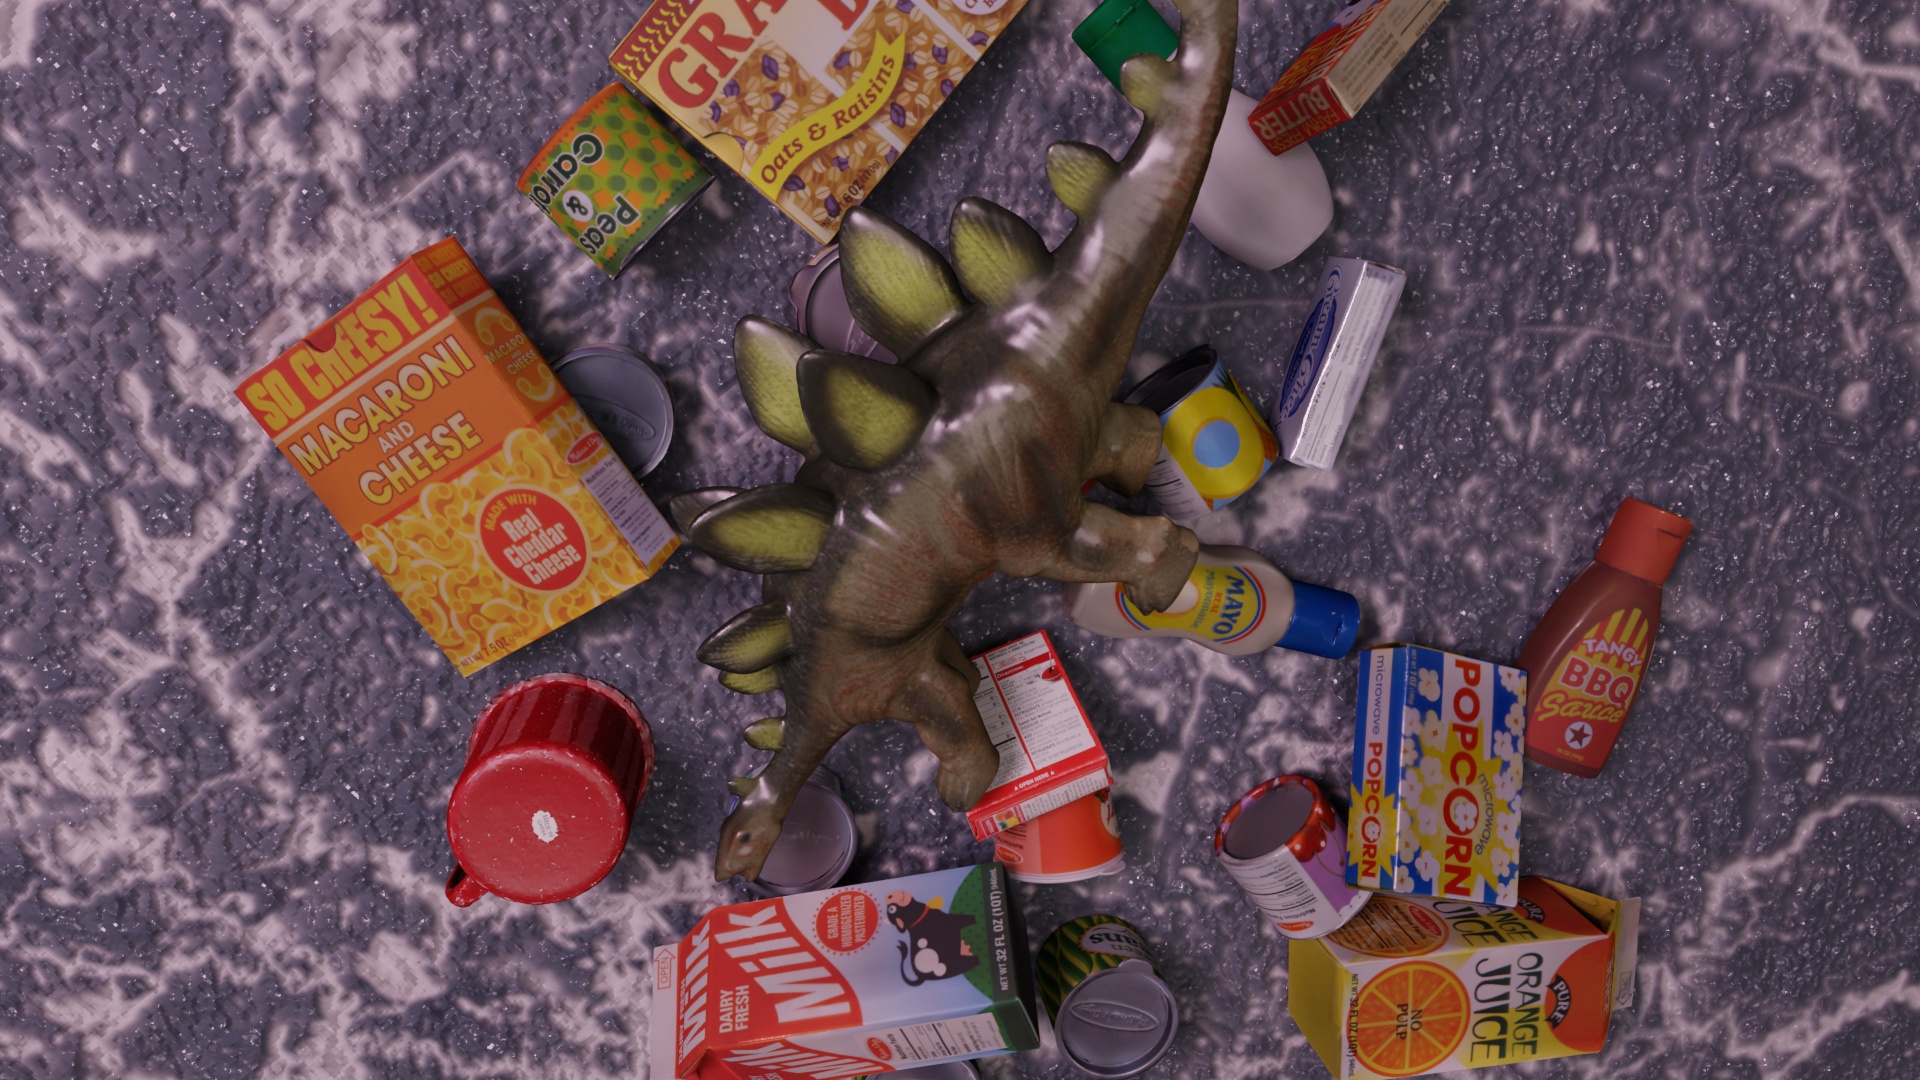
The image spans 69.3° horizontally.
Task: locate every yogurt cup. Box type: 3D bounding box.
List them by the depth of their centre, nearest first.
[{"bbox_3d":[0.049,0.140,0.716,0.072,0.072,0.054,-6,96,-7],"label":"yogurt cup"}]

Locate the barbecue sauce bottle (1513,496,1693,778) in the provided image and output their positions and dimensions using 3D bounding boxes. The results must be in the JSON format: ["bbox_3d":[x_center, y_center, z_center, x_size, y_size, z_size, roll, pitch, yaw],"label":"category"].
[{"bbox_3d":[0.343,0.051,0.748,0.065,0.044,0.148,20,99,-11],"label":"barbecue sauce bottle"}]

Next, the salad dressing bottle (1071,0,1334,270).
[{"bbox_3d":[0.114,-0.196,0.658,0.064,0.044,0.147,-45,104,-2],"label":"salad dressing bottle"}]

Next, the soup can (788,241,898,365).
[{"bbox_3d":[-0.045,-0.106,0.634,0.071,0.084,0.071,-2,103,-8],"label":"soup can"}]

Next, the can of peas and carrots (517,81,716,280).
[{"bbox_3d":[-0.153,-0.157,0.613,0.071,0.071,0.058,-44,104,4],"label":"can of peas and carrots"}]

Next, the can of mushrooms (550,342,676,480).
[{"bbox_3d":[-0.169,-0.057,0.654,0.071,0.033,0.071,-2,103,-9],"label":"can of mushrooms"}]

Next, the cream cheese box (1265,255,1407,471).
[{"bbox_3d":[0.183,-0.088,0.687,0.024,0.053,0.103,17,100,-10],"label":"cream cheese box"}]

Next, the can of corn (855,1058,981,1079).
[{"bbox_3d":[-0.023,0.280,0.740,0.071,0.058,0.071,-2,103,-8],"label":"can of corn"}]

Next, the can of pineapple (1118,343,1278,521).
[{"bbox_3d":[0.114,-0.053,0.679,0.071,0.071,0.057,-38,106,2],"label":"can of pineapple"}]

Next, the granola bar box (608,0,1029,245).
[{"bbox_3d":[-0.057,-0.236,0.625,0.124,0.039,0.165,39,95,-14],"label":"granola bar box"}]

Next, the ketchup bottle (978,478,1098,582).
[{"bbox_3d":[0.002,-0.009,0.685,0.064,0.043,0.148,43,95,-16],"label":"ketchup bottle"}]

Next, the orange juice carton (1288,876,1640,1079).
[{"bbox_3d":[0.286,0.238,0.768,0.193,0.073,0.071,-4,103,-8],"label":"orange juice carton"}]

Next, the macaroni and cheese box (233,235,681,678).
[{"bbox_3d":[-0.225,-0.033,0.624,0.123,0.040,0.166,-27,107,24],"label":"macaroni and cheese box"}]

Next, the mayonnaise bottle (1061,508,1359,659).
[{"bbox_3d":[0.130,0.028,0.713,0.148,0.041,0.064,13,99,-10],"label":"mayonnaise bottle"}]

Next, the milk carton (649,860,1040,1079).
[{"bbox_3d":[-0.062,0.221,0.691,0.190,0.073,0.073,-11,141,5],"label":"milk carton"}]

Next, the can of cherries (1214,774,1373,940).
[{"bbox_3d":[0.179,0.166,0.742,0.071,0.071,0.058,-39,105,2],"label":"can of cherries"}]

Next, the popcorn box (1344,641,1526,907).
[{"bbox_3d":[0.248,0.122,0.722,0.085,0.038,0.127,13,76,-25],"label":"popcorn box"}]

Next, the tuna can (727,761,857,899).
[{"bbox_3d":[-0.087,0.150,0.714,0.071,0.033,0.071,-2,103,-8],"label":"tuna can"}]

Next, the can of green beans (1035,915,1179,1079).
[{"bbox_3d":[0.078,0.244,0.747,0.071,0.058,0.071,-2,104,-8],"label":"can of green beans"}]

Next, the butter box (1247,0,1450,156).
[{"bbox_3d":[0.179,-0.222,0.636,0.024,0.053,0.104,47,67,-16],"label":"butter box"}]
